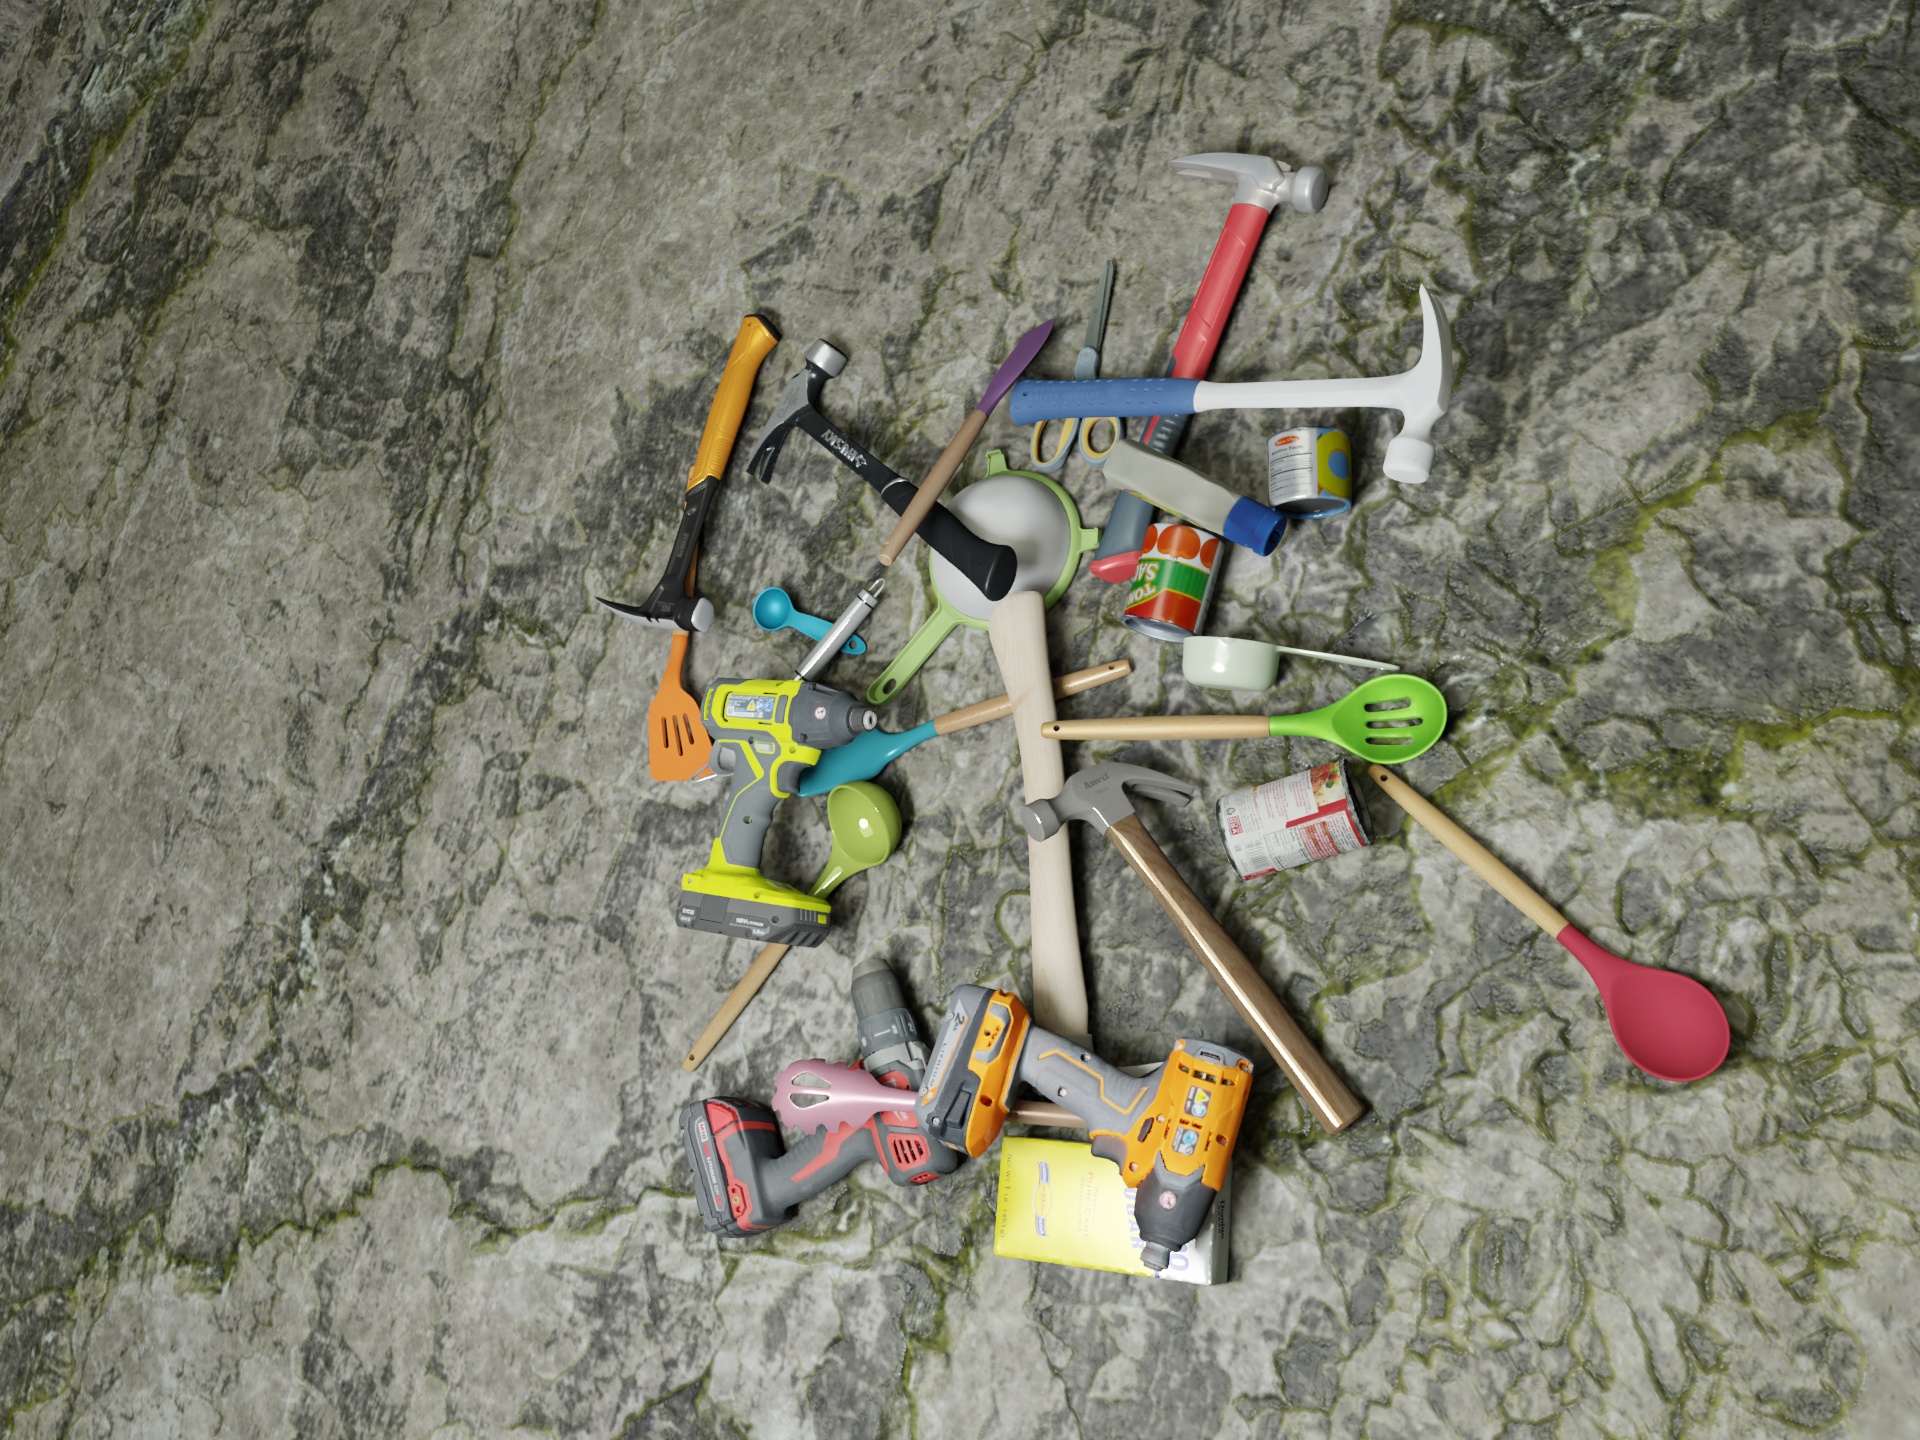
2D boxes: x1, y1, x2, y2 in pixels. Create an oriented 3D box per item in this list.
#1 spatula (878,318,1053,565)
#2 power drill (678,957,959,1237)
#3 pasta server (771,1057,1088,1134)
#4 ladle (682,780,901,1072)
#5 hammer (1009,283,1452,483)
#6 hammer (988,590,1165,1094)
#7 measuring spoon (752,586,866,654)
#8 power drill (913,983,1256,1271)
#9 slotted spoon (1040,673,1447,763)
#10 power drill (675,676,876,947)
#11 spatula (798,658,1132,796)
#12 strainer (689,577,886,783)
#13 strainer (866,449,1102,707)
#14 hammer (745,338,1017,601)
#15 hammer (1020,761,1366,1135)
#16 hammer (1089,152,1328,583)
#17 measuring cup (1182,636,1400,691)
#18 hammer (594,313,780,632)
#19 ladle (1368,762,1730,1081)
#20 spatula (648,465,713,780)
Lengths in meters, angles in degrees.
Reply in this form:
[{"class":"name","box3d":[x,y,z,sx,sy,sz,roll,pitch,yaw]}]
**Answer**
[{"class":"spatula","box3d":[0.007,-0.246,1.369,0.060,0.018,0.316,-17,35,51]},{"class":"power drill","box3d":[-0.120,0.320,1.335,0.226,0.080,0.188,-26,66,17]},{"class":"pasta server","box3d":[0.002,0.303,1.248,0.316,0.040,0.060,3,70,9]},{"class":"ladle","box3d":[-0.158,0.187,1.405,0.078,0.062,0.320,41,100,24]},{"class":"hammer","box3d":[0.204,-0.266,1.277,0.406,0.035,0.144,9,81,43]},{"class":"hammer","box3d":[0.080,0.092,1.292,0.146,0.038,0.411,-11,76,24]},{"class":"measuring spoon","box3d":[-0.139,-0.088,1.497,0.129,0.021,0.042,24,95,23]},{"class":"power drill","box3d":[0.086,0.294,1.165,0.226,0.084,0.164,13,68,19]},{"class":"slotted spoon","box3d":[0.215,0.003,1.239,0.314,0.031,0.070,-2,75,17]},{"class":"power drill","box3d":[-0.158,0.076,1.360,0.171,0.080,0.223,4,81,34]},{"class":"spatula","box3d":[-0.002,-0.004,1.379,0.317,0.044,0.082,-18,58,22]},{"class":"strainer","box3d":[-0.150,-0.030,1.464,0.258,0.050,0.087,-50,34,6]},{"class":"strainer","box3d":[-0.008,-0.118,1.399,0.256,0.069,0.152,-50,59,6]},{"class":"hammer","box3d":[-0.071,-0.211,1.429,0.149,0.036,0.409,-54,45,9]},{"class":"hammer","box3d":[0.191,0.166,1.206,0.130,0.031,0.331,-27,67,-25]},{"class":"hammer","box3d":[0.182,-0.305,1.366,0.143,0.038,0.386,20,86,33]},{"class":"measuring cup","box3d":[0.255,-0.037,1.242,0.167,0.083,0.038,8,89,15]},{"class":"hammer","box3d":[-0.254,-0.250,1.573,0.127,0.034,0.337,9,75,28]},{"class":"ladle","box3d":[0.406,0.133,1.128,0.069,0.031,0.316,-48,58,6]},{"class":"spatula","box3d":[-0.268,-0.101,1.566,0.081,0.041,0.323,-8,68,27]}]
